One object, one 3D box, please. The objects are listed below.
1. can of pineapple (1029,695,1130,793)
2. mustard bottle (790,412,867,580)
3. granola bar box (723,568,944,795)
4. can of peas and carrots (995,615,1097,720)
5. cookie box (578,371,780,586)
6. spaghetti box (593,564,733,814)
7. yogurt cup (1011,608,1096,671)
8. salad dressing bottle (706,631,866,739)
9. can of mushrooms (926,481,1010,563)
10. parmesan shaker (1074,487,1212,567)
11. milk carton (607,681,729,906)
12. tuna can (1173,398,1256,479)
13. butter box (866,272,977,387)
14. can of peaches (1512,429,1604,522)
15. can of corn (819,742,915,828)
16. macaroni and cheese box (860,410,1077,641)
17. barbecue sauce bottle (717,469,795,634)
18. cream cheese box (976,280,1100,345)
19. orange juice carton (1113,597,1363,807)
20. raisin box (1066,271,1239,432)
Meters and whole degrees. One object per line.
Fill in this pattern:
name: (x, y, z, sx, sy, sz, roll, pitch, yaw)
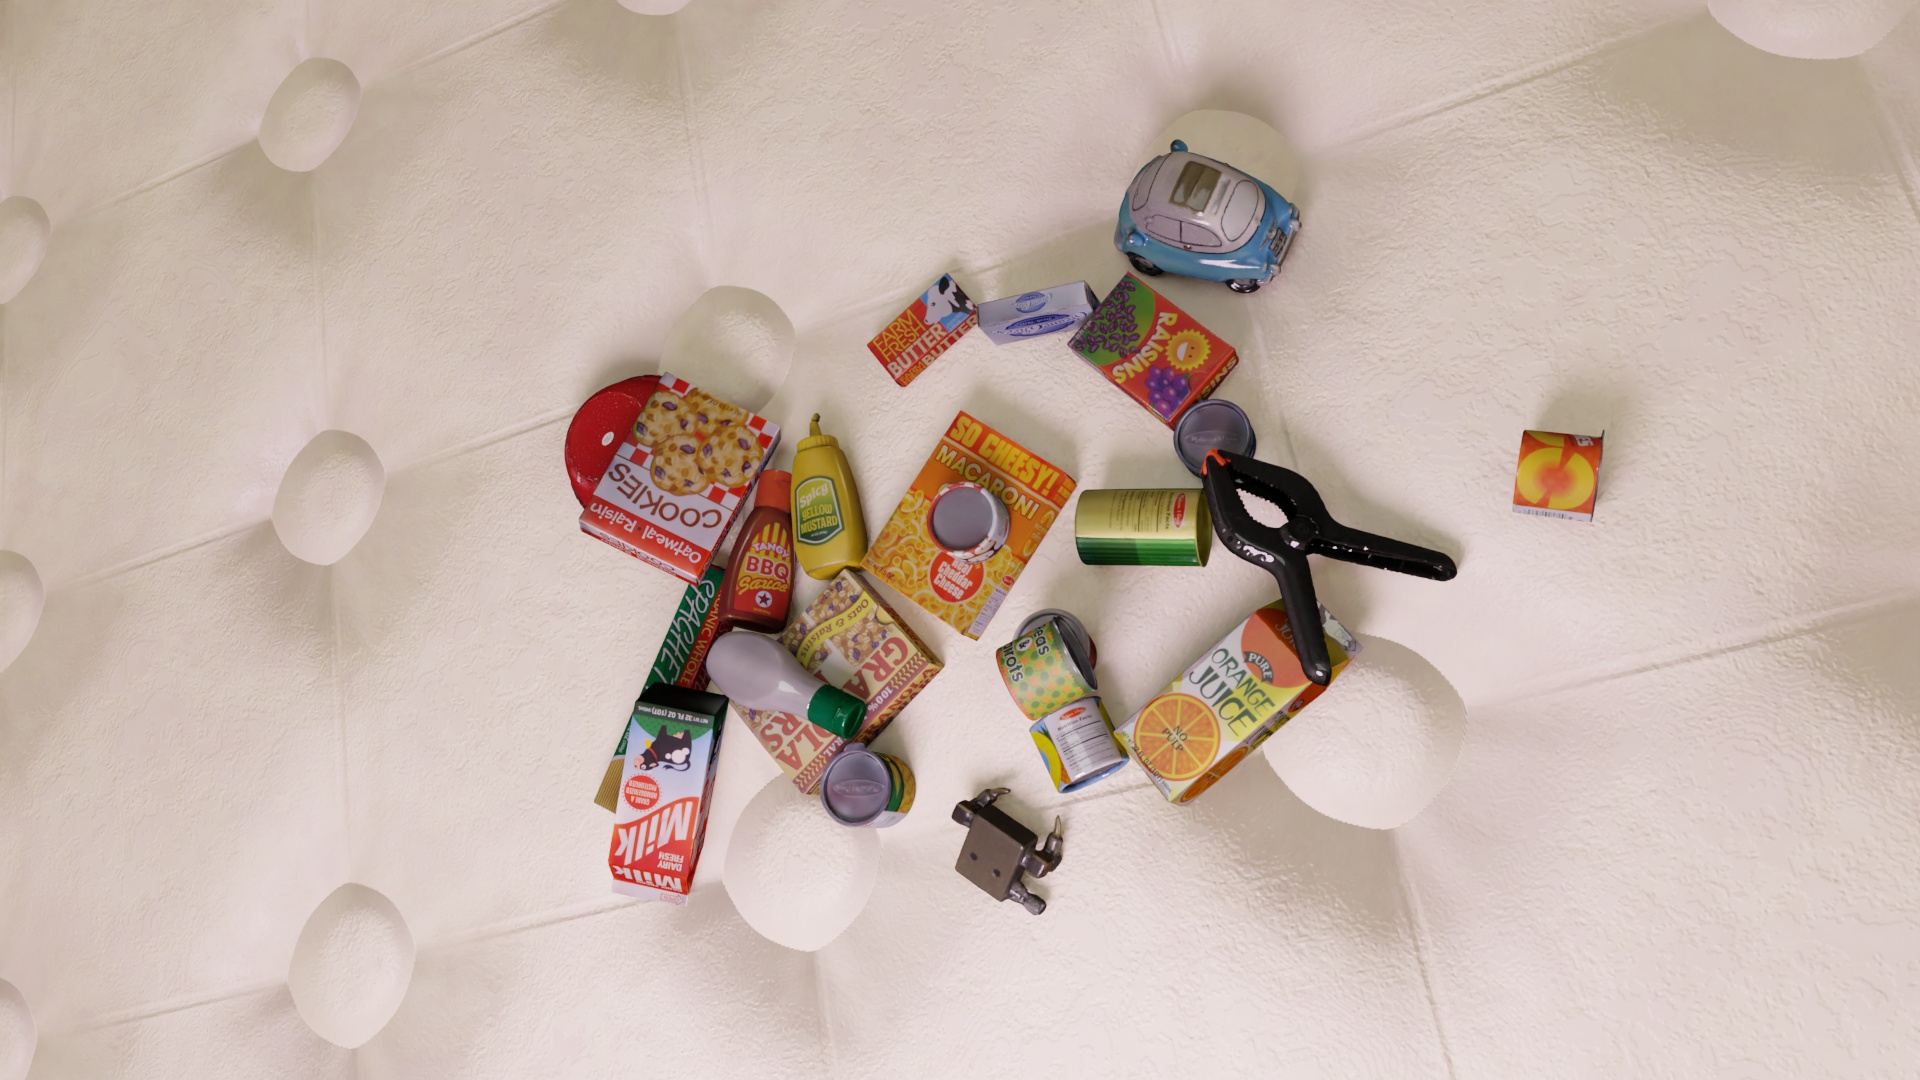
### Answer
can of pineapple: (0.098, 0.169, 1.141, 0.071, 0.071, 0.058, -29, 69, 12)
mustard bottle: (-0.128, -0.046, 1.287, 0.065, 0.048, 0.160, -16, 72, 15)
granola bar box: (-0.115, 0.127, 1.244, 0.165, 0.039, 0.124, -46, 66, 5)
can of peas and carrots: (0.067, 0.101, 1.105, 0.058, 0.071, 0.071, -29, 69, 12)
cookie box: (-0.262, -0.057, 1.306, 0.123, 0.040, 0.168, 26, 73, 1)
spaghetti box: (-0.269, 0.141, 1.304, 0.050, 0.028, 0.250, 21, 85, 23)
yogurt cup: (0.082, 0.095, 1.170, 0.072, 0.054, 0.072, -5, 75, 19)
salad dressing bottle: (-0.152, 0.128, 1.212, 0.148, 0.044, 0.064, 23, 84, 24)
can of mushrooms: (0.004, -0.015, 1.193, 0.071, 0.033, 0.071, -5, 76, 19)
parmesan shaker: (0.154, -0.013, 1.166, 0.103, 0.071, 0.071, 0, 77, 21)
milk carton: (-0.260, 0.229, 1.230, 0.072, 0.073, 0.190, 12, 98, -1)
tuna can: (0.216, -0.082, 1.177, 0.071, 0.033, 0.071, -5, 75, 19)
butter box: (-0.034, -0.197, 1.304, 0.103, 0.024, 0.053, -41, 66, 6)
can of peaches: (0.456, -0.052, 1.061, 0.058, 0.071, 0.071, 8, 80, 23)
can of corn: (-0.079, 0.212, 1.198, 0.071, 0.058, 0.071, -5, 75, 20)
macaroni and cheese box: (0.007, -0.014, 1.234, 0.124, 0.040, 0.166, 33, 90, 24)
barbecue sauce bottle: (-0.182, 0.009, 1.290, 0.043, 0.065, 0.149, -24, 53, 58)
cream cheese box: (0.072, -0.204, 1.251, 0.104, 0.053, 0.024, -10, 76, 18)
orange juice carton: (0.222, 0.122, 1.101, 0.192, 0.073, 0.072, -42, 67, 6)
raisin box: (0.168, -0.165, 1.213, 0.123, 0.040, 0.086, 42, 92, 23)
